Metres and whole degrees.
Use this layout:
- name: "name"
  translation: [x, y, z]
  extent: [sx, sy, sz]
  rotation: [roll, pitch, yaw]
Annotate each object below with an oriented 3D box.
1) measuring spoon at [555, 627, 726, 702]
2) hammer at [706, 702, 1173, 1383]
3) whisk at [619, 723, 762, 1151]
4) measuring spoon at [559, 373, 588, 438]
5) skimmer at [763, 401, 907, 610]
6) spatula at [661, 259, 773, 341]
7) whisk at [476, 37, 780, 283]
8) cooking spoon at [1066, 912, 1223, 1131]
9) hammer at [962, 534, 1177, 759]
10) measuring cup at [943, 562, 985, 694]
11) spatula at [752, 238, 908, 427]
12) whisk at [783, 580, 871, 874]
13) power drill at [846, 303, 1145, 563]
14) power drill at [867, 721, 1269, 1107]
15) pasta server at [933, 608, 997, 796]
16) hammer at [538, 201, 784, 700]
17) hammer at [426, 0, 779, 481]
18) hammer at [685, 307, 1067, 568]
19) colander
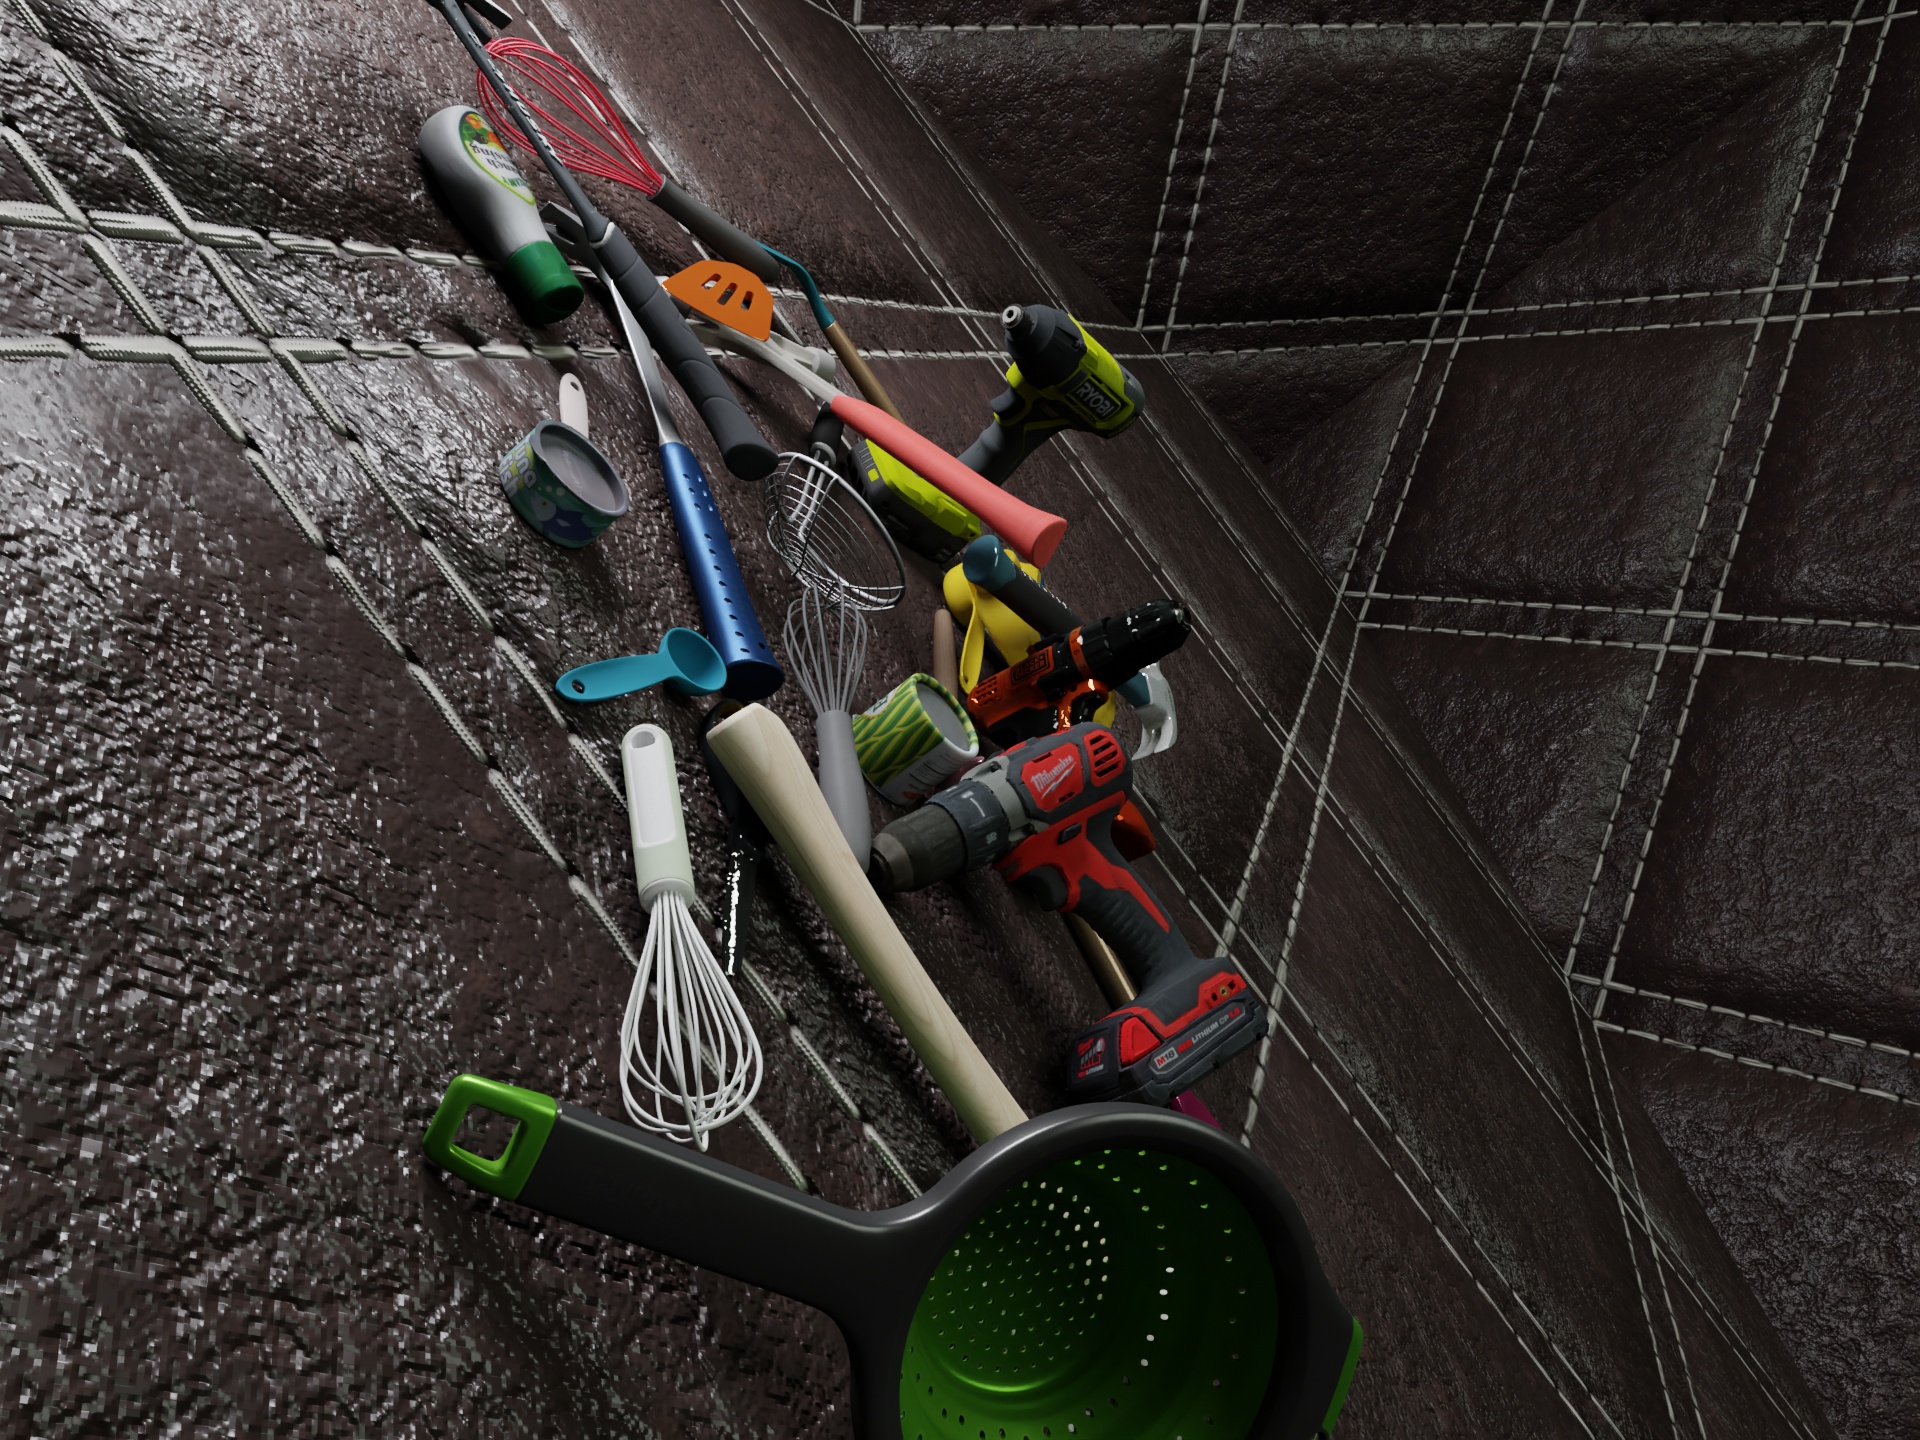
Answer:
- name: "measuring spoon"
  translation: [-0.171, -0.021, 0.836]
  extent: [0.042, 0.021, 0.128]
  rotation: [56, 29, 8]
- name: "hammer"
  translation: [-0.009, 0.172, 0.810]
  extent: [0.410, 0.038, 0.146]
  rotation: [56, 21, 0]
- name: "whisk"
  translation: [-0.130, 0.084, 0.707]
  extent: [0.247, 0.058, 0.059]
  rotation: [-110, -171, -47]
- name: "measuring spoon"
  translation: [-0.227, -0.177, 0.956]
  extent: [0.034, 0.018, 0.124]
  rotation: [35, 26, -40]
- name: "skimmer"
  translation: [-0.083, -0.189, 1.182]
  extent: [0.127, 0.090, 0.364]
  rotation: [56, 17, -24]
- name: "spatula"
  translation: [-0.171, -0.328, 1.235]
  extent: [0.081, 0.041, 0.323]
  rotation: [26, 10, -10]
- name: "whisk"
  translation: [-0.249, -0.419, 1.218]
  extent: [0.295, 0.073, 0.073]
  rotation: [29, 31, -42]
- name: "cooking spoon"
  translation: [0.123, 0.211, 1.088]
  extent: [0.068, 0.017, 0.319]
  rotation: [16, 42, -60]
- name: "hammer"
  translation: [0.093, -0.063, 1.248]
  extent: [0.330, 0.033, 0.128]
  rotation: [33, 42, -54]
- name: "measuring cup"
  translation: [0.003, -0.070, 1.288]
  extent: [0.062, 0.029, 0.157]
  rotation: [50, 31, -31]
- name: "spatula"
  translation: [-0.112, -0.322, 1.404]
  extent: [0.317, 0.044, 0.082]
  rotation: [54, 0, -27]
- name: "whisk"
  translation: [-0.074, 0.001, 0.962]
  extent: [0.055, 0.055, 0.239]
  rotation: [37, 30, -38]
- name: "power drill"
  translation: [0.023, -0.240, 1.306]
  extent: [0.171, 0.223, 0.080]
  rotation: [26, 33, -52]
- name: "power drill"
  translation: [0.061, 0.124, 0.950]
  extent: [0.188, 0.080, 0.227]
  rotation: [-23, 81, -33]
- name: "pasta server"
  translation: [-0.002, -0.004, 1.138]
  extent: [0.040, 0.060, 0.316]
  rotation: [4, 30, -5]
- name: "hammer"
  translation: [-0.189, -0.180, 1.019]
  extent: [0.144, 0.035, 0.406]
  rotation: [28, 32, -50]
- name: "hammer"
  translation: [-0.242, -0.329, 1.032]
  extent: [0.409, 0.036, 0.149]
  rotation: [56, 13, 1]
- name: "hammer"
  translation: [-0.058, -0.208, 1.140]
  extent: [0.149, 0.036, 0.359]
  rotation: [10, 24, -49]
- name: "colander"
  translation: [-0.025, 0.217, 0.642]
  extent: [0.396, 0.204, 0.094]
  rotation: [27, -6, -20]
